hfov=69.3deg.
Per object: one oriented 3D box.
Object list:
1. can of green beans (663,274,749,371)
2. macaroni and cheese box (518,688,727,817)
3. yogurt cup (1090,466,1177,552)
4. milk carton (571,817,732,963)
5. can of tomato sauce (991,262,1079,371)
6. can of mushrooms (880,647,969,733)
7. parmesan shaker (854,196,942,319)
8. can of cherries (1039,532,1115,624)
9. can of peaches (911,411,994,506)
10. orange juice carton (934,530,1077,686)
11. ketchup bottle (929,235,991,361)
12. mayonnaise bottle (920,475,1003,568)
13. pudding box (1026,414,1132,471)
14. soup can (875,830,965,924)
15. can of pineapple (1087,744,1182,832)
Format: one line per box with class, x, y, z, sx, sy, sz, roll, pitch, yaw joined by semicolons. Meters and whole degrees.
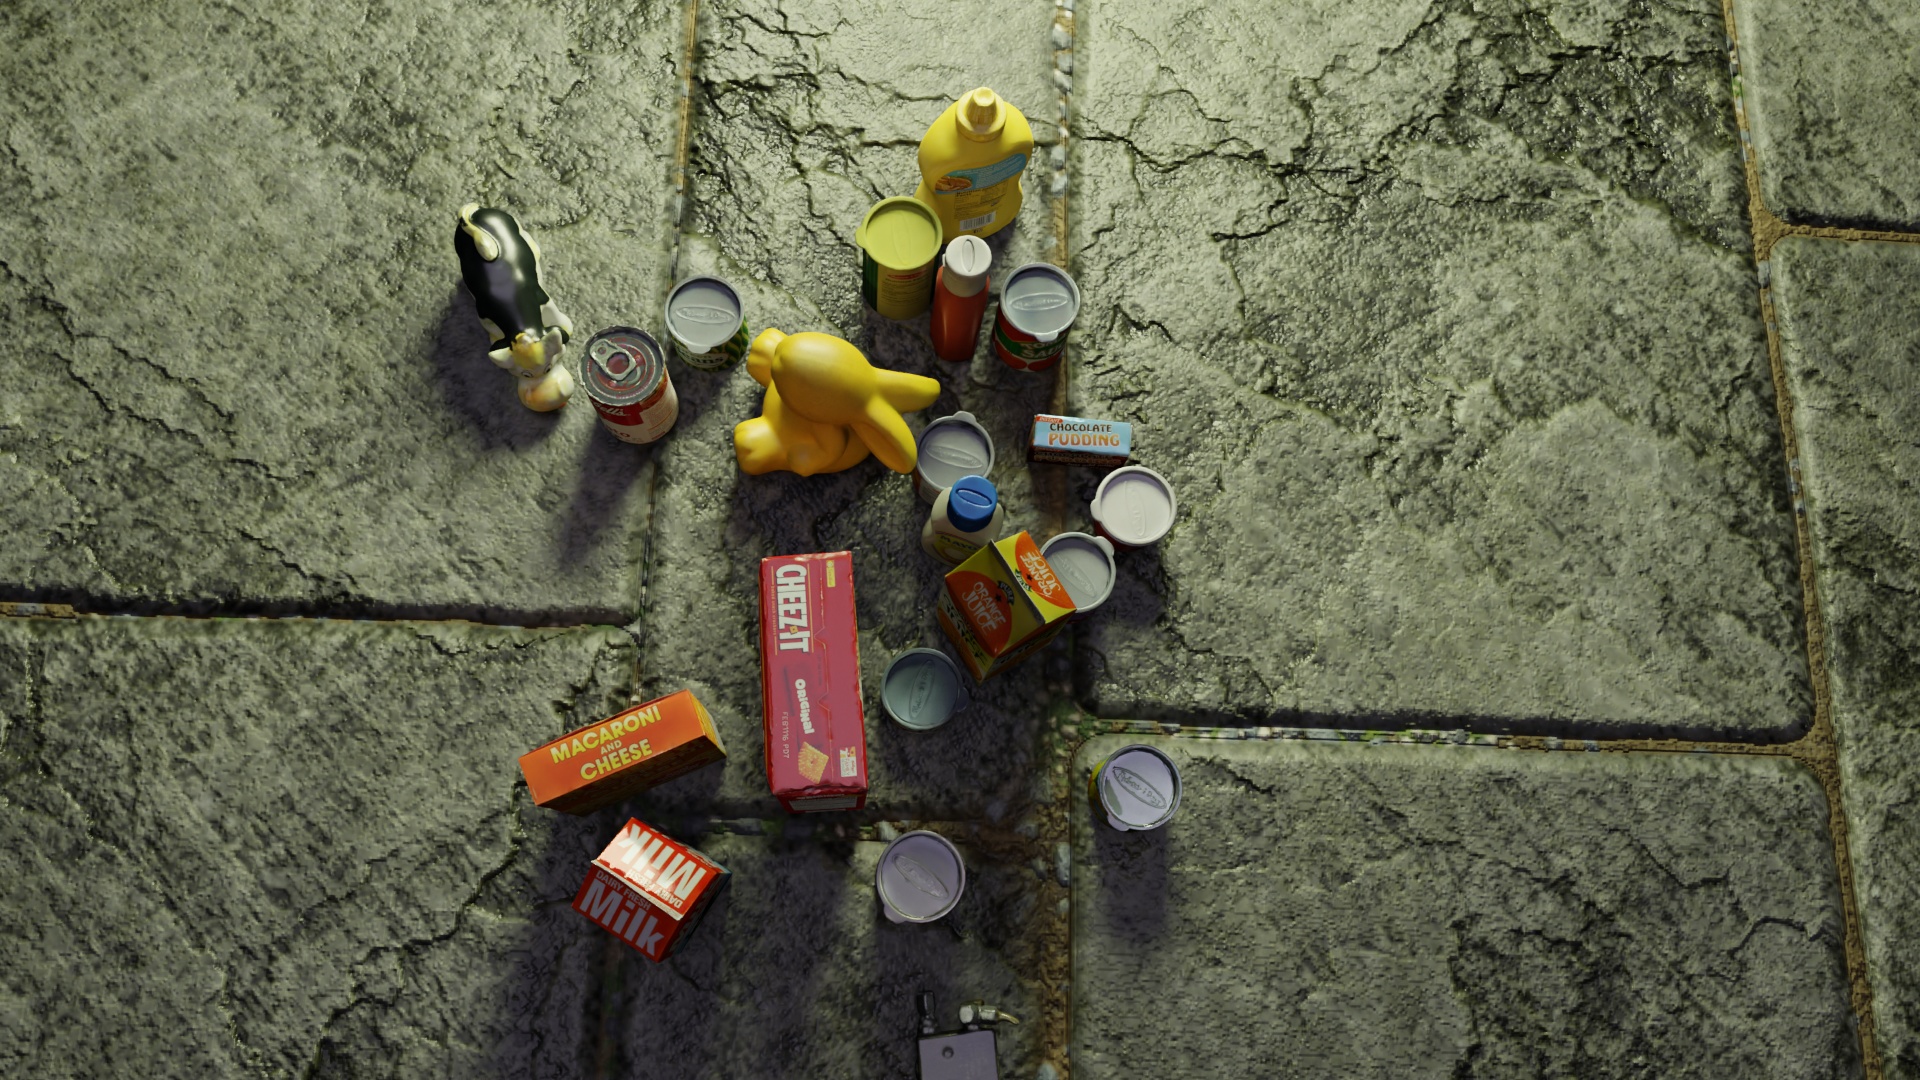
can of green beans;-0.213;-0.182;1.172;0.071;0.057;0.071;1;75;-4
macaroni and cheese box;-0.243;0.159;1.023;0.124;0.166;0.040;-22;78;-10
yogurt cup;0.142;-0.023;1.159;0.072;0.053;0.072;1;75;-4
milk carton;-0.218;0.248;0.988;0.072;0.190;0.073;32;76;4
can of tomato sauce;0.063;-0.187;1.181;0.071;0.083;0.071;1;75;-4
can of mushrooms;-0.029;0.122;1.118;0.071;0.033;0.071;1;75;-4
parmesan shaker;-0.054;-0.237;1.175;0.071;0.103;0.071;1;76;-4
can of cherries;0.092;0.031;1.138;0.071;0.058;0.071;1;75;-4
can of peaches;-0.006;-0.065;1.157;0.071;0.058;0.071;1;75;-4
orange juice carton;0.033;0.051;1.059;0.073;0.192;0.072;-30;80;-11
ketchup bottle;0.000;-0.202;1.146;0.043;0.148;0.065;-1;76;-5
mayonnaise bottle;0.004;-0.014;1.097;0.065;0.147;0.041;20;75;1
pudding box;0.100;-0.083;1.174;0.084;0.049;0.030;6;75;-3
soup can;-0.034;0.258;1.055;0.071;0.083;0.071;1;75;-4
can of pineapple;0.135;0.198;1.098;0.071;0.057;0.071;1;75;-4
